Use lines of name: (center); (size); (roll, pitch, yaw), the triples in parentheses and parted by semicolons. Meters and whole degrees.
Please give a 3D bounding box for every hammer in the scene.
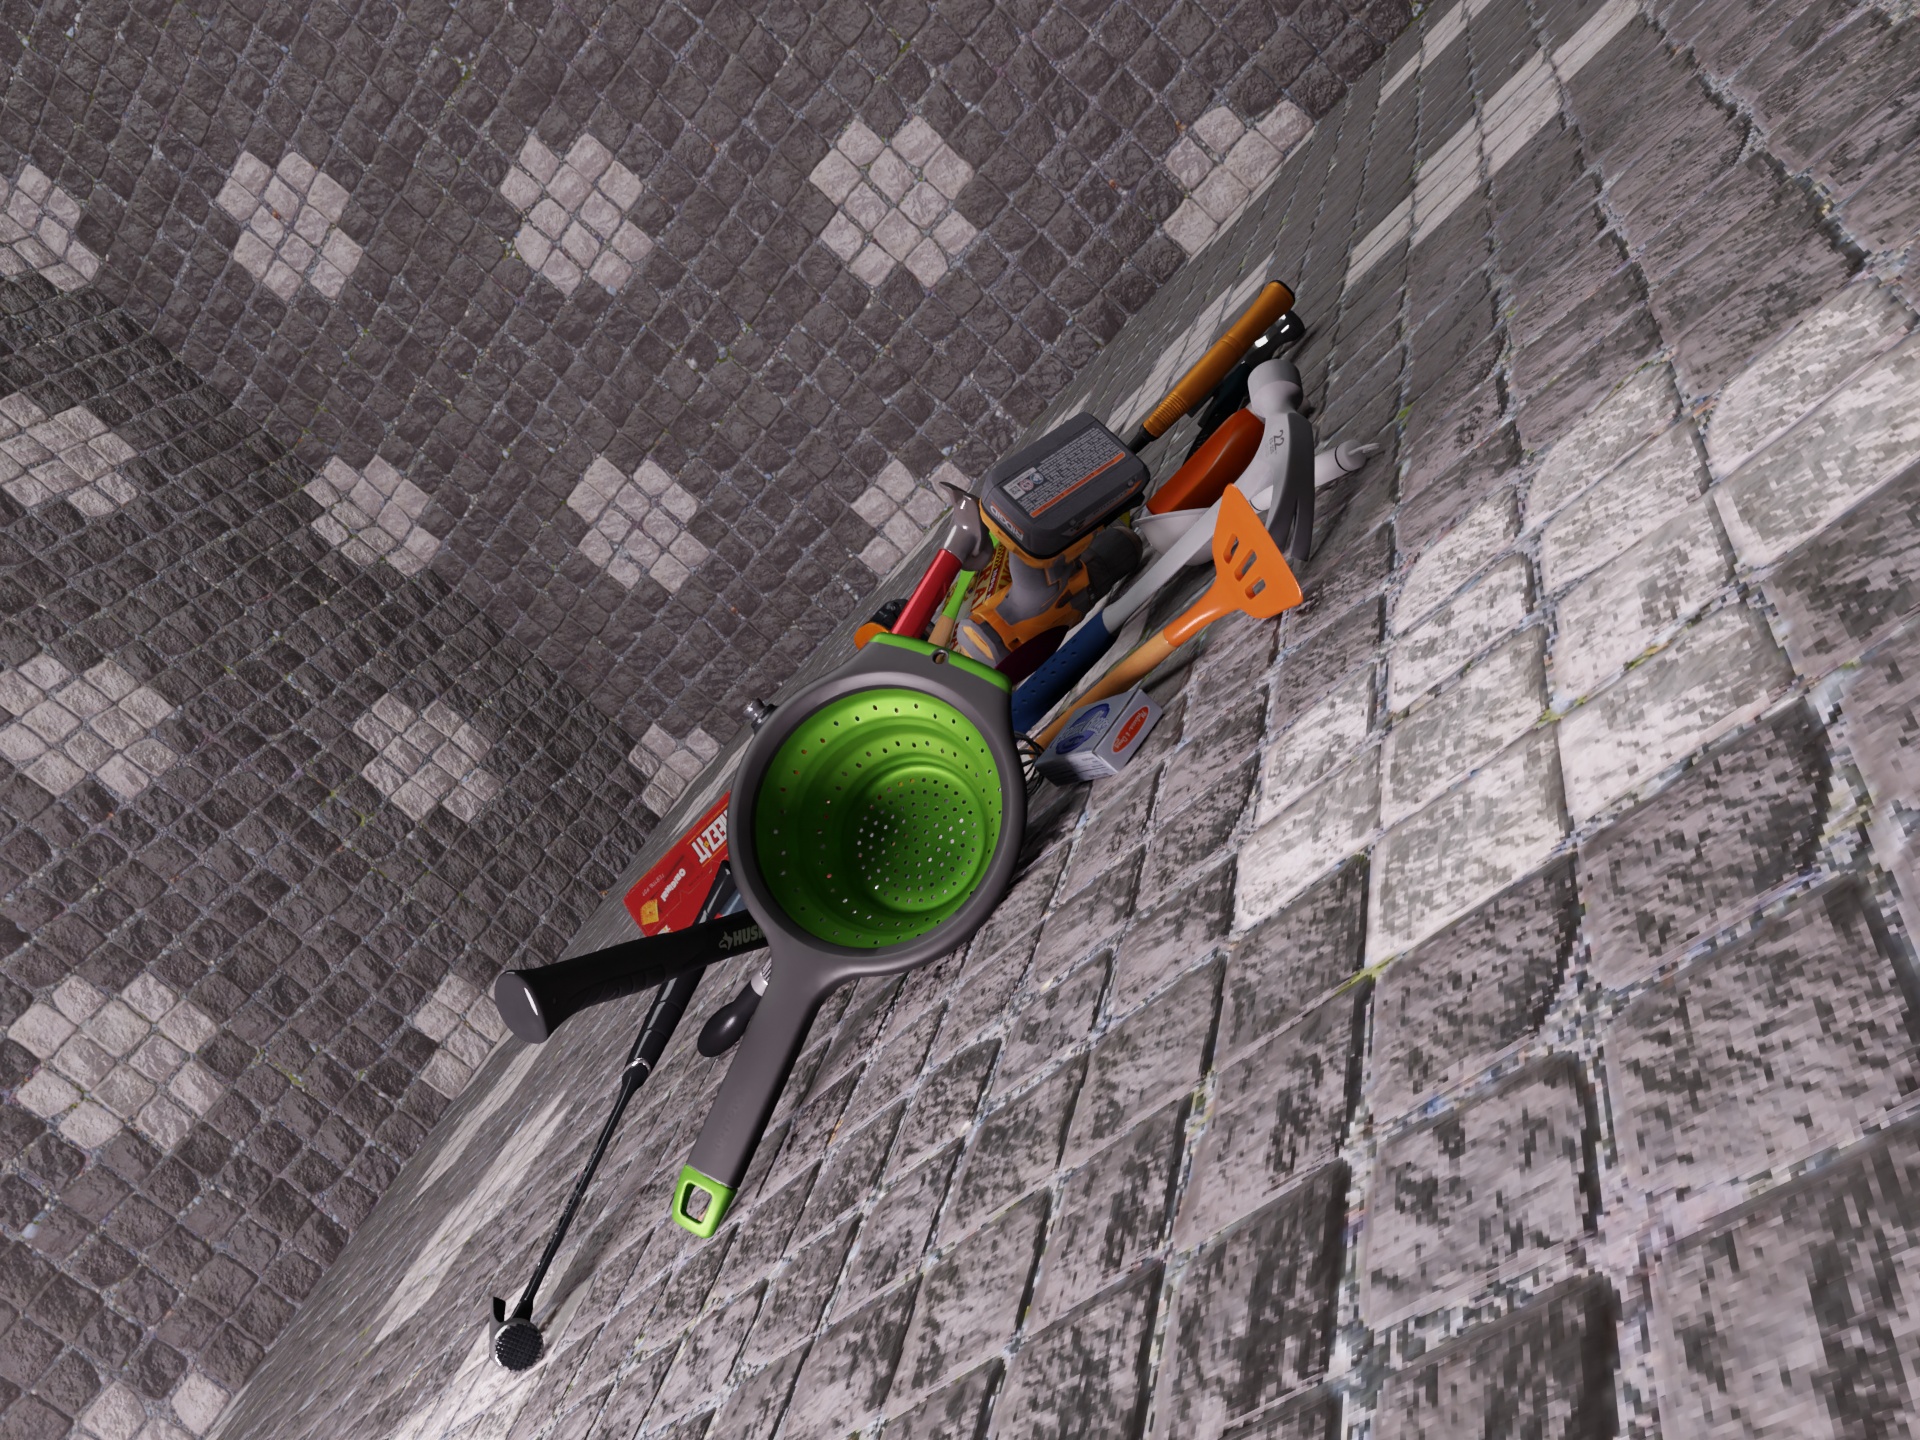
hammer: (-0.179, 0.144, 1.030); (0.035, 0.146, 0.334); (-1, 2, 25)
hammer: (-0.259, 0.292, 1.231); (0.409, 0.036, 0.149); (-66, 13, -22)
hammer: (0.189, -0.281, 1.437); (0.337, 0.034, 0.127); (-47, 0, -12)
hammer: (-0.083, -0.005, 1.238); (0.386, 0.038, 0.143); (-60, -11, -7)
hammer: (0.112, -0.072, 1.123); (0.405, 0.035, 0.144); (-46, 34, 45)
hammer: (0.234, -0.267, 1.444); (0.128, 0.033, 0.331); (-40, 13, 39)

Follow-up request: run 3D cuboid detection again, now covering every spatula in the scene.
spatula: (0.118, -0.042, 1.032); (0.041, 0.081, 0.322); (-21, -14, -35)

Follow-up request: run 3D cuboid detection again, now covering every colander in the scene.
colander: (-0.077, 0.144, 1.037); (0.397, 0.205, 0.094); (-66, -23, -8)

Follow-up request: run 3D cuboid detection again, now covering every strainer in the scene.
strainer: (0.201, -0.150, 1.112); (0.086, 0.050, 0.258); (-4, -8, -28)

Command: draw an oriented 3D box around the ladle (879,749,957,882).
ladle: (-0.007, 0.011, 1.375); (0.078, 0.062, 0.320); (-5, 39, 33)

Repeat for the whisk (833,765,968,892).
whisk: (-0.091, 0.108, 1.279); (0.296, 0.073, 0.073); (-37, 14, 36)

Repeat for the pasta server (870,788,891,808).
pasta server: (-0.002, -0.004, 1.307); (0.060, 0.040, 0.316); (-30, 3, 40)

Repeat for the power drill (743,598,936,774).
power drill: (-0.106, -0.018, 1.611); (0.226, 0.164, 0.084); (-52, 8, -31)

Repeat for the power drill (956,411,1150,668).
power drill: (0.088, -0.143, 1.272); (0.185, 0.084, 0.226); (-36, -20, -22)

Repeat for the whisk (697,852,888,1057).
whisk: (-0.137, 0.191, 1.268); (0.284, 0.070, 0.070); (-49, 8, 32)

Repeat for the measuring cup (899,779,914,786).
measuring cup: (-0.034, 0.036, 1.469); (0.062, 0.029, 0.156); (-53, 10, -25)

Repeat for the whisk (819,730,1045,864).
whisk: (-0.038, 0.067, 1.145); (0.239, 0.055, 0.055); (-26, 19, 26)

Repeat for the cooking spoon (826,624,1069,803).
cooking spoon: (-0.011, -0.004, 1.221); (0.319, 0.017, 0.068); (-33, -16, -43)

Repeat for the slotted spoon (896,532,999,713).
slotted spoon: (-0.022, -0.077, 1.554); (0.314, 0.031, 0.070); (-66, 22, -4)
